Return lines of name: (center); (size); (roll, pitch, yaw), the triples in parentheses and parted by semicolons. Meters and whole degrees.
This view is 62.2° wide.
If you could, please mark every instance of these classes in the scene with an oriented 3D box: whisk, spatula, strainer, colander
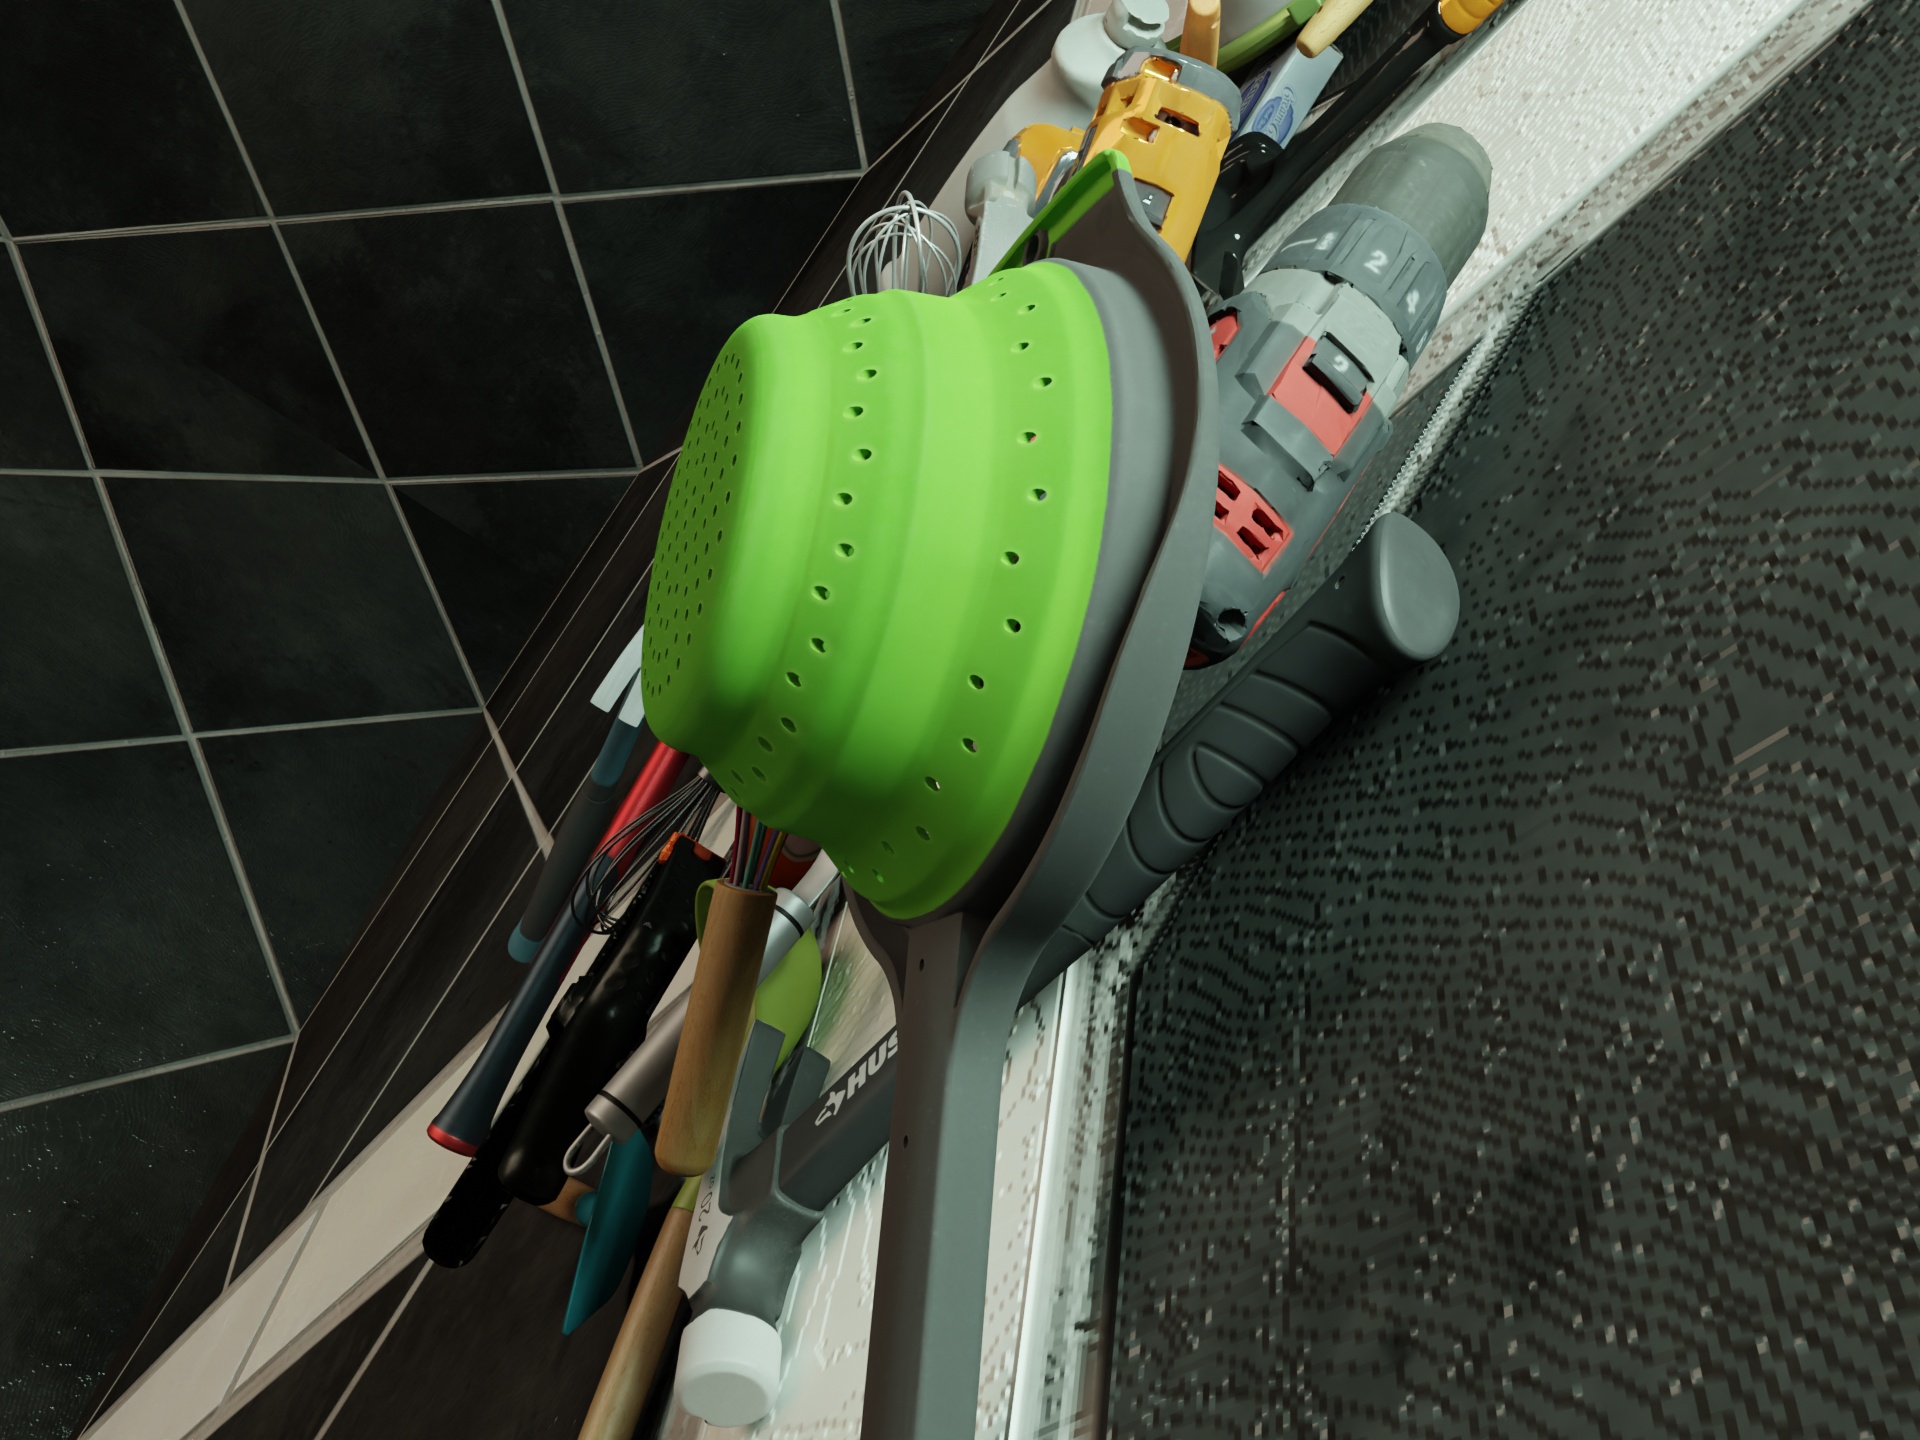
whisk: (-0.064, 0.036, 0.537); (0.051, 0.047, 0.245); (-153, 76, -78)
spatula: (-0.187, 0.219, 0.735); (0.317, 0.044, 0.082); (-22, 53, 62)
strainer: (-0.060, 0.068, 0.603); (0.087, 0.050, 0.258); (18, 56, 40)
spatula: (0.109, -0.310, 0.807); (0.081, 0.041, 0.322); (-54, -2, 7)
whisk: (-0.153, 0.034, 0.964); (0.239, 0.055, 0.055); (-53, 18, -1)
colander: (-0.033, 0.038, 0.387); (0.204, 0.094, 0.397); (149, 130, -63)
whisk: (-0.034, -0.167, 0.849); (0.246, 0.058, 0.059); (96, 162, -48)
strainer: (0.145, -0.409, 0.860); (0.151, 0.069, 0.256); (-47, 22, -14)

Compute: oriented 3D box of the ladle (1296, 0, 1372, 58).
ladle: (0.248, -0.396, 0.655); (0.315, 0.031, 0.069); (-48, 14, 3)

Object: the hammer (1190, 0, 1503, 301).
hammer: (0.213, -0.294, 0.611); (0.337, 0.034, 0.127); (-40, 24, 41)

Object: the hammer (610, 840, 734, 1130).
hammer: (-0.086, 0.018, 0.841); (0.409, 0.036, 0.149); (-60, 17, -12)

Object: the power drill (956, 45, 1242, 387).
power drill: (0.051, -0.208, 0.762); (0.226, 0.084, 0.185); (-124, 54, -75)

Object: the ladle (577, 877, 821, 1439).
ladle: (-0.120, 0.202, 0.581); (0.078, 0.062, 0.320); (120, 170, -58)

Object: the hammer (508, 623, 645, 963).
hammer: (-0.250, 0.046, 1.107); (0.331, 0.033, 0.128); (-59, 2, 31)

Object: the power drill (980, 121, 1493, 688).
power drill: (0.067, -0.088, 0.523); (0.188, 0.080, 0.227); (-54, 13, -19)

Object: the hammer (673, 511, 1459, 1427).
hammer: (0.020, 0.066, 0.486); (0.334, 0.035, 0.146); (-48, 21, 23)

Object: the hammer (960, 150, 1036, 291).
hammer: (-0.051, -0.106, 0.796); (0.359, 0.036, 0.149); (130, 152, -52)

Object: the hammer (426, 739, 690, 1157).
hammer: (-0.231, 0.097, 1.020); (0.386, 0.038, 0.143); (-62, 1, -12)
